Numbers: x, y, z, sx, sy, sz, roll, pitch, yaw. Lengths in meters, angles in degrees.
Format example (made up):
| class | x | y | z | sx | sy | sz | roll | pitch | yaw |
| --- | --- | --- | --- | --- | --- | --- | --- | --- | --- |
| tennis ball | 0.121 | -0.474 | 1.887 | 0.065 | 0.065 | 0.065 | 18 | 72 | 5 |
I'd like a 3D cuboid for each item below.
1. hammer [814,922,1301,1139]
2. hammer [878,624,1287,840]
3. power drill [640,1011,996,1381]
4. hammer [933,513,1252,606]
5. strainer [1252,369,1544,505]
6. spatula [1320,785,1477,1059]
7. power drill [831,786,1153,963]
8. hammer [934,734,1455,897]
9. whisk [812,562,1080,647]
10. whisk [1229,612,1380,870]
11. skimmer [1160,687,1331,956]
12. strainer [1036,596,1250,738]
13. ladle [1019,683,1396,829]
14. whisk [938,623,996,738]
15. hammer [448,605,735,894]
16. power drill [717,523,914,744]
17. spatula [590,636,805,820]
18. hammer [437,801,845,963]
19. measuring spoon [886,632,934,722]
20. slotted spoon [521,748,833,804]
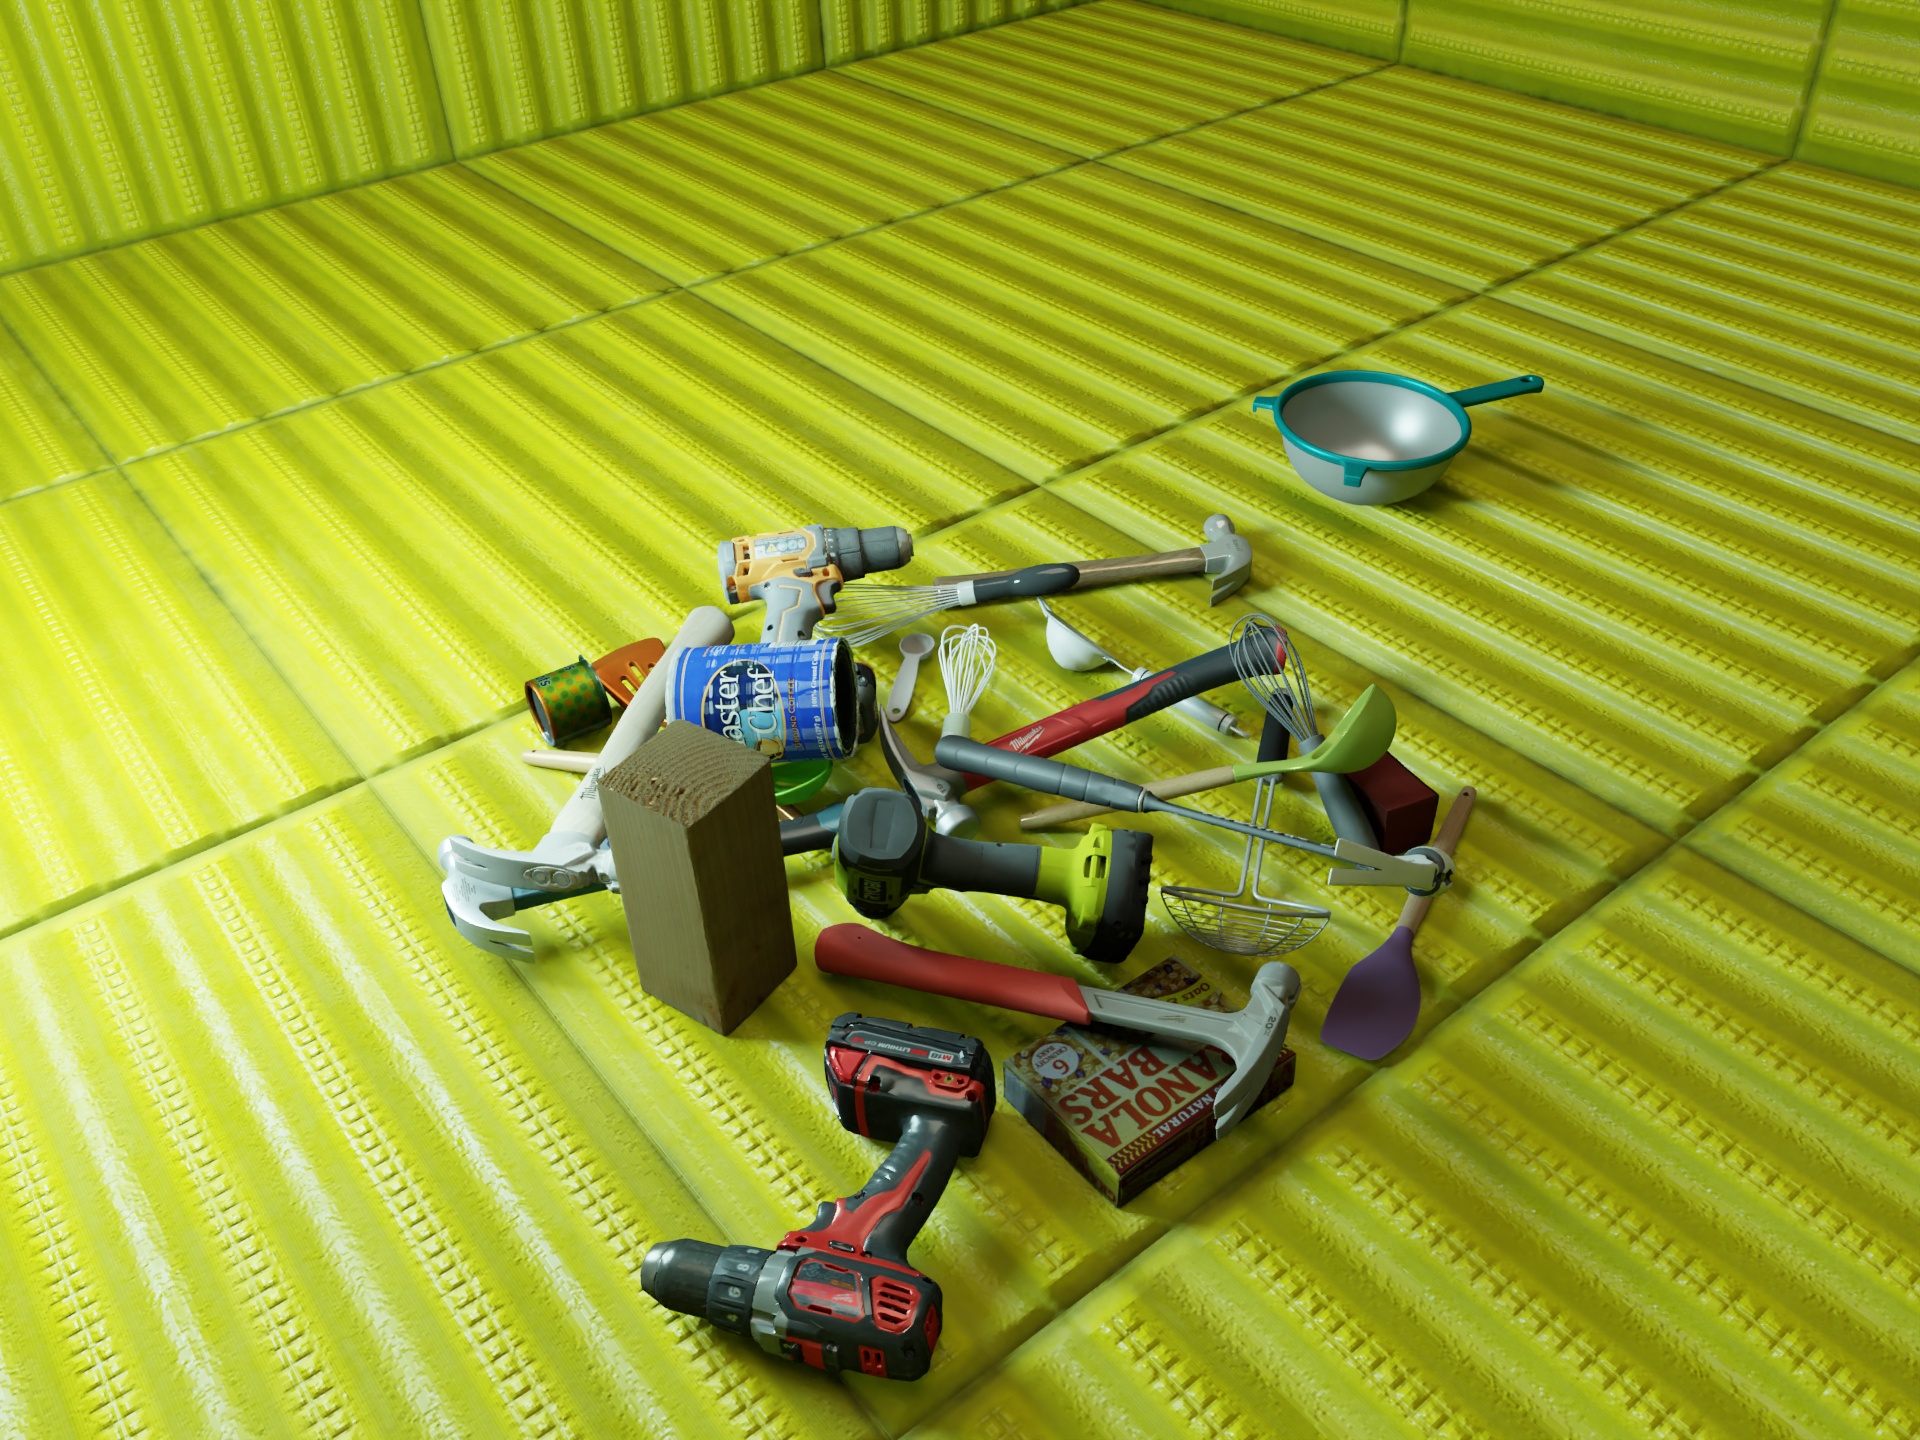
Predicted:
| class | x | y | z | sx | sy | sz | roll | pitch | yaw |
| --- | --- | --- | --- | --- | --- | --- | --- | --- | --- |
| hammer | 0.048 | 0.198 | 1.121 | 0.359 | 0.036 | 0.149 | 6 | 32 | 29 |
| hammer | 0.119 | -0.017 | 1.397 | 0.386 | 0.038 | 0.143 | -22 | 57 | -21 |
| power drill | -0.083 | 0.301 | 1.021 | 0.188 | 0.080 | 0.227 | 8 | 42 | 14 |
| hammer | 0.138 | -0.150 | 1.632 | 0.331 | 0.031 | 0.130 | -8 | 37 | -6 |
| strainer | 0.504 | -0.314 | 1.772 | 0.340 | 0.095 | 0.211 | -16 | 42 | -20 |
| spatula | 0.355 | 0.149 | 1.235 | 0.060 | 0.018 | 0.316 | 17 | 43 | 23 |
| power drill | 0.017 | 0.121 | 1.187 | 0.228 | 0.190 | 0.080 | 9 | 67 | 0 |
| hammer | 0.148 | 0.065 | 1.185 | 0.409 | 0.036 | 0.149 | 14 | 2 | 35 |
| whisk | -0.024 | -0.118 | 1.542 | 0.284 | 0.070 | 0.070 | -9 | 36 | 10 |
| whisk | 0.285 | 0.019 | 1.304 | 0.055 | 0.055 | 0.239 | -18 | 74 | -19 |
| skimmer | 0.247 | 0.062 | 1.296 | 0.127 | 0.090 | 0.363 | 7 | 38 | 13 |
| strainer | 0.160 | -0.042 | 1.481 | 0.259 | 0.050 | 0.086 | 31 | 5 | 29 |
| ladle | 0.192 | 0.037 | 1.282 | 0.320 | 0.062 | 0.078 | -15 | 9 | 21 |
| whisk | -0.002 | -0.005 | 1.439 | 0.059 | 0.057 | 0.247 | 28 | 39 | -16 |
| hammer | -0.287 | 0.009 | 1.364 | 0.146 | 0.038 | 0.411 | 5 | 32 | 8 |
| power drill | -0.124 | -0.087 | 1.469 | 0.185 | 0.084 | 0.226 | -9 | 57 | -3 |
| spatula | -0.220 | 0.021 | 1.423 | 0.081 | 0.041 | 0.323 | -28 | 45 | -30 |
| hammer | -0.242 | 0.113 | 1.272 | 0.331 | 0.033 | 0.128 | -11 | 42 | -16 |
| measuring spoon | -0.050 | -0.038 | 1.514 | 0.034 | 0.018 | 0.124 | 5 | 45 | 11 |
| slotted spoon | -0.251 | 0.043 | 1.380 | 0.314 | 0.031 | 0.070 | 4 | 27 | 23 |
